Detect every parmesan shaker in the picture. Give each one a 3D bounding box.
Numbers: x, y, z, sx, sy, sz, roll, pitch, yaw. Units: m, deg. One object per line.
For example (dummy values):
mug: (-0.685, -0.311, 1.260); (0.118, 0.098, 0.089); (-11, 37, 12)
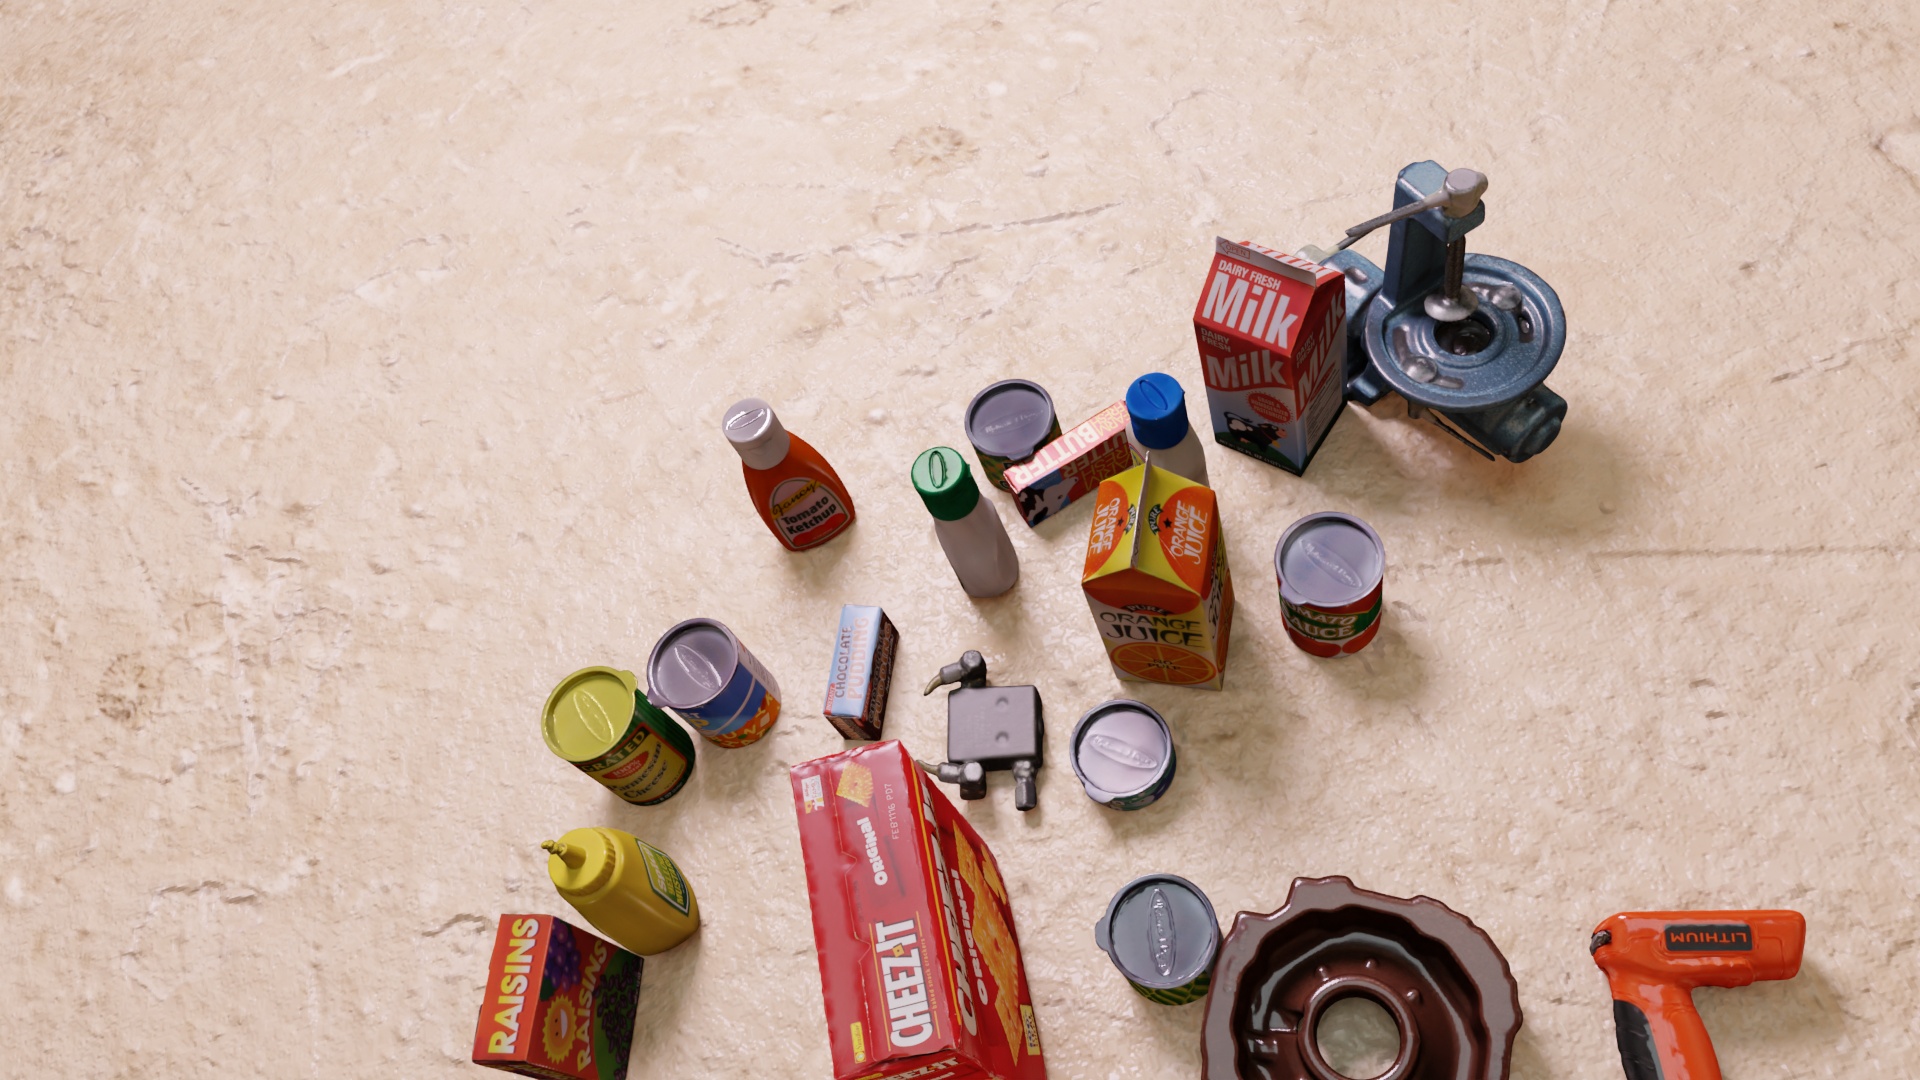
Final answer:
parmesan shaker: (-0.229, 0.134, 0.948); (0.071, 0.102, 0.071); (-7, 61, 12)

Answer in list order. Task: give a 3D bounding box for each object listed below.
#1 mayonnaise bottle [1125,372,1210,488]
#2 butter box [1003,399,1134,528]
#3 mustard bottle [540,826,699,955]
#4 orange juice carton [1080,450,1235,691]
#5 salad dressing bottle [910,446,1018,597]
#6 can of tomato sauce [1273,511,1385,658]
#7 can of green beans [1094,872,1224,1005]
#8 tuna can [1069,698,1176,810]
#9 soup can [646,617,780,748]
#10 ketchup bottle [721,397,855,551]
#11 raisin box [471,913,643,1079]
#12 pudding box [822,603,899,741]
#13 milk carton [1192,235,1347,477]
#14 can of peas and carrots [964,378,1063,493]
mayonnaise bottle: (0.137, -0.057, 0.926); (0.041, 0.147, 0.065); (-33, 59, -3)
butter box: (0.083, -0.055, 0.995); (0.103, 0.053, 0.024); (-32, 59, -3)
mustard bottle: (-0.216, 0.213, 0.868); (0.049, 0.159, 0.065); (-30, 58, -1)
orange juice carton: (0.123, 0.023, 0.859); (0.073, 0.192, 0.072); (5, 64, 18)
salad dressing bottle: (0.003, -0.012, 0.938); (0.044, 0.147, 0.064); (-12, 60, 10)
can of tomato sauce: (0.235, 0.031, 0.888); (0.071, 0.082, 0.071); (-7, 61, 12)
can of green beans: (0.121, 0.236, 0.821); (0.071, 0.057, 0.071); (-7, 61, 12)
tuna can: (0.104, 0.141, 0.893); (0.071, 0.032, 0.071); (-7, 60, 12)
soup can: (-0.171, 0.102, 0.961); (0.071, 0.083, 0.071); (-7, 61, 12)
ketchup bottle: (-0.126, -0.048, 0.994); (0.065, 0.148, 0.044); (-29, 58, -1)
raisin box: (-0.245, 0.286, 0.857); (0.040, 0.123, 0.086); (-4, 61, 14)
pudding box: (-0.068, 0.091, 0.959); (0.030, 0.049, 0.084); (1, 62, 16)
milk carton: (0.208, -0.129, 0.921); (0.072, 0.190, 0.073); (27, 72, 27)
can of peas and carrots: (0.042, -0.073, 1.014); (0.071, 0.058, 0.071); (-7, 61, 12)
